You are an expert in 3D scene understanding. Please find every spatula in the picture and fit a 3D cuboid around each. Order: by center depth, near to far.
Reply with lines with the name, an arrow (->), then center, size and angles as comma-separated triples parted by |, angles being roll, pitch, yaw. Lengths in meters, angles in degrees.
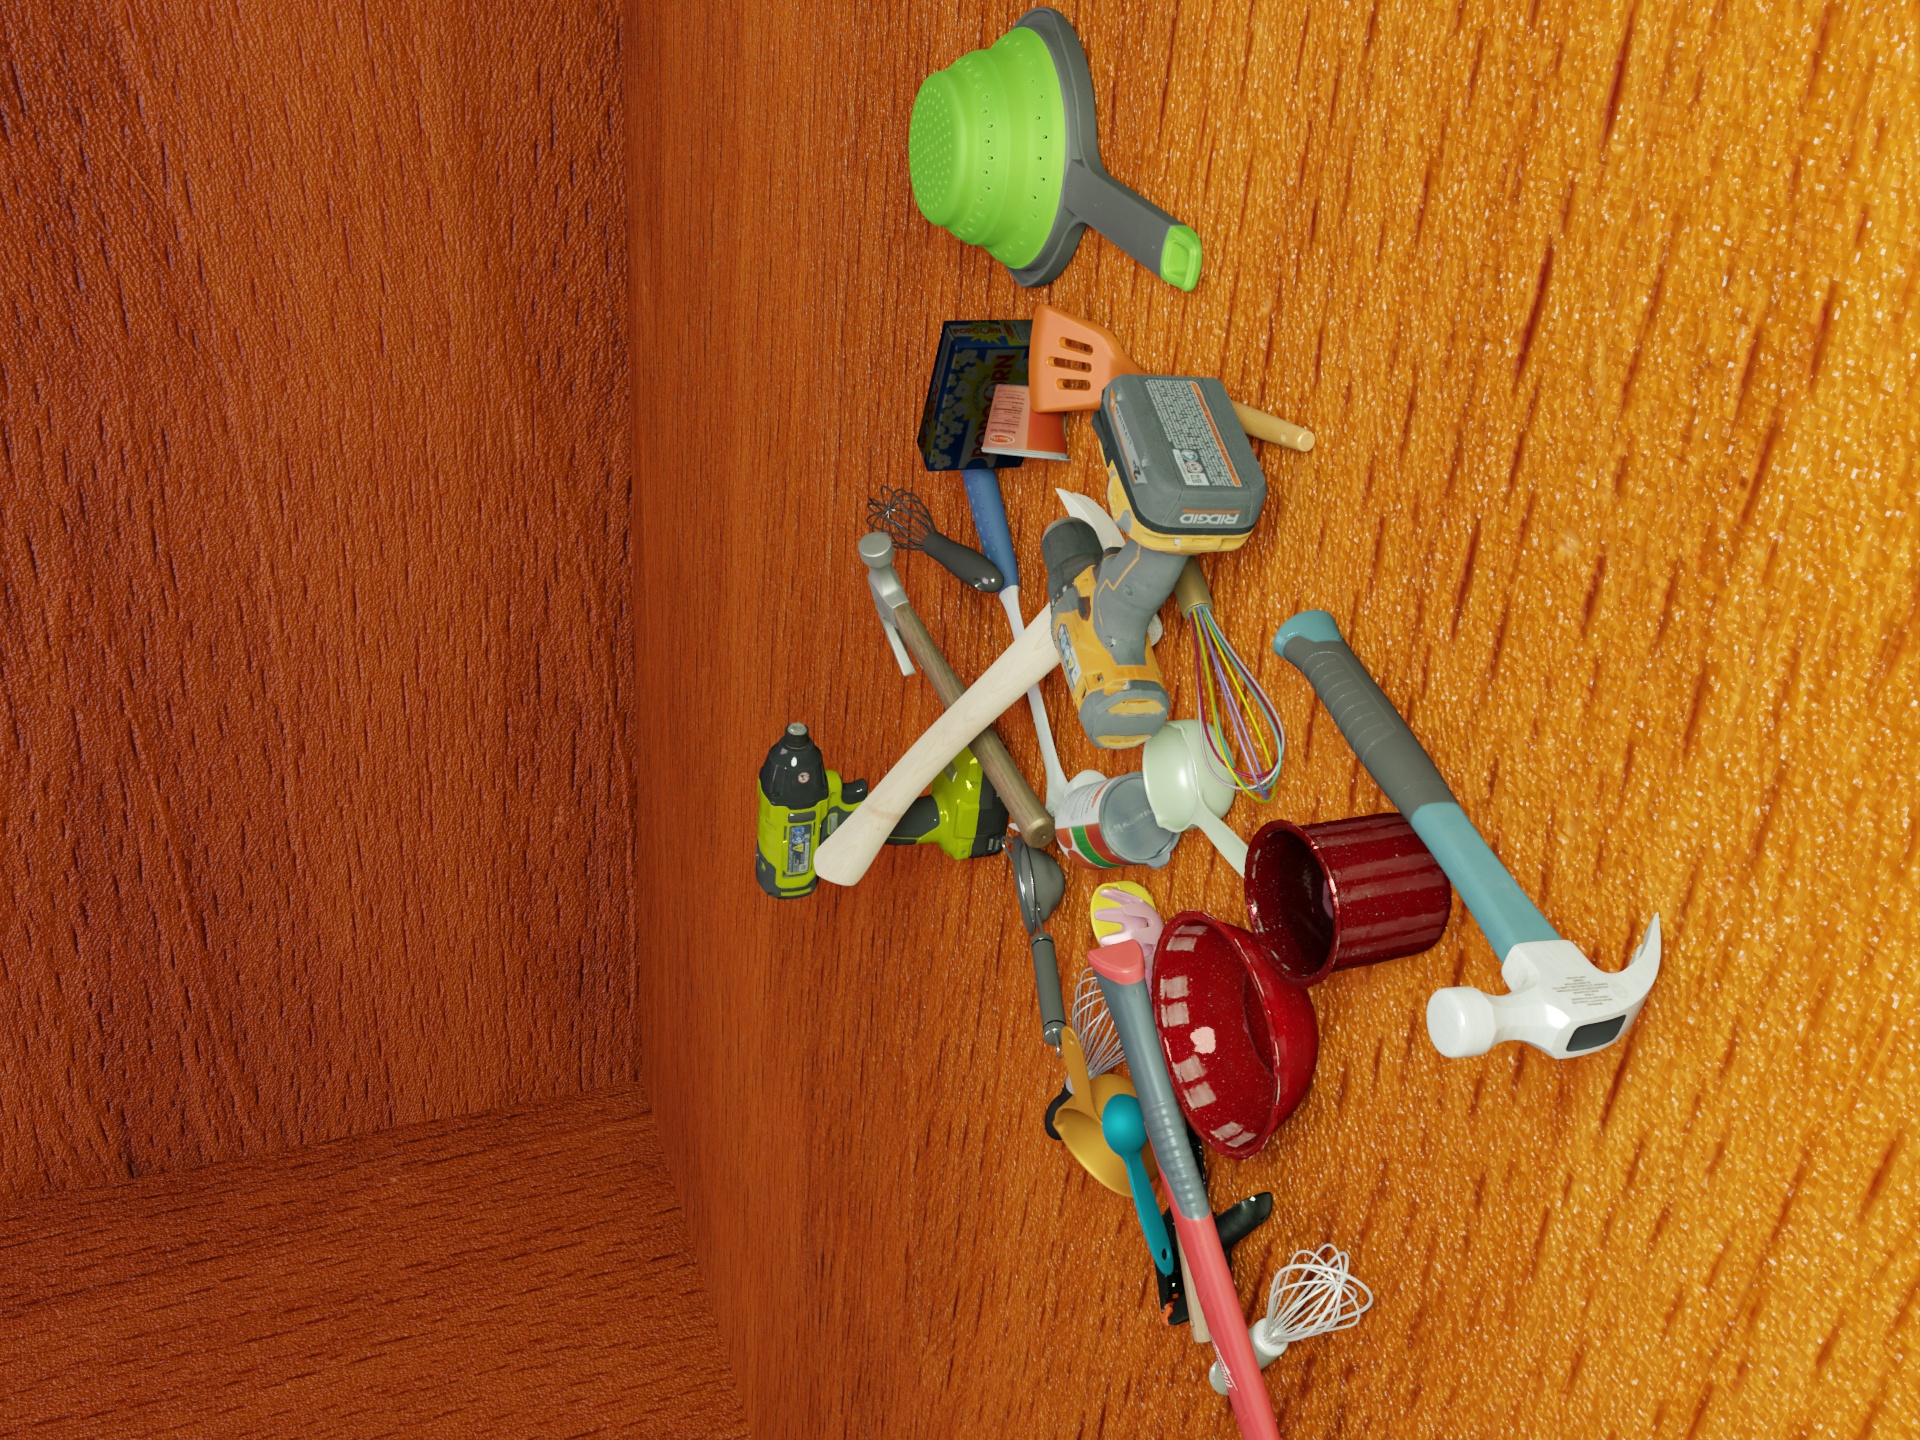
spatula -> 0.133, -0.219, 1.066 | 0.323, 0.041, 0.081 | -138, 46, -58

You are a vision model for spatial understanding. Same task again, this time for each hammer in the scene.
hammer -> 0.234, 0.040, 0.806 | 0.331, 0.128, 0.033 | -110, 23, -52
hammer -> 0.152, 0.337, 1.055 | 0.143, 0.038, 0.386 | 127, 128, -72
hammer -> -0.002, -0.004, 1.273 | 0.410, 0.038, 0.146 | -46, 51, 34
hammer -> 0.041, -0.096, 1.349 | 0.144, 0.035, 0.406 | 132, 128, -63
hammer -> -0.004, -0.017, 1.357 | 0.332, 0.031, 0.129 | 58, 168, 38

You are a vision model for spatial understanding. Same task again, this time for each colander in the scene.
colander -> 0.049, -0.392, 1.154 | 0.398, 0.094, 0.204 | -123, 33, -50

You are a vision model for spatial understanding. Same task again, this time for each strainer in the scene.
strainer -> 0.068, 0.177, 1.285 | 0.259, 0.050, 0.086 | -96, 3, -55

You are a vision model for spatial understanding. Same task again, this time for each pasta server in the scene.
pasta server -> 0.142, 0.274, 1.121 | 0.060, 0.040, 0.316 | 148, 116, -69

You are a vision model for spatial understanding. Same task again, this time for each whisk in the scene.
whisk -> 0.161, -0.055, 1.042 | 0.051, 0.047, 0.245 | 114, 146, -56
whisk -> 0.211, 0.408, 1.059 | 0.246, 0.059, 0.058 | 106, -173, -52
whisk -> 0.102, 0.275, 1.281 | 0.284, 0.070, 0.070 | 104, 151, -52
whisk -> -0.022, -0.156, 1.385 | 0.239, 0.055, 0.055 | 40, 133, 54

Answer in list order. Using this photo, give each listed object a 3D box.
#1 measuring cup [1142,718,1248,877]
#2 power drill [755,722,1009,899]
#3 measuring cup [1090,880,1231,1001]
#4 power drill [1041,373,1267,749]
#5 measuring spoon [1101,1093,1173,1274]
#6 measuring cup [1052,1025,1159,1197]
measuring cup -> 0.175, 0.060, 1.049 | 0.168, 0.038, 0.083 | -126, 36, -49
power drill -> -0.071, 0.067, 1.425 | 0.080, 0.223, 0.171 | -124, 33, -49
measuring cup -> 0.153, 0.165, 1.168 | 0.157, 0.029, 0.062 | 30, 122, 50
power drill -> 0.109, -0.118, 1.031 | 0.226, 0.084, 0.186 | 107, 156, -48
measuring spoon -> 0.131, 0.320, 1.099 | 0.021, 0.042, 0.128 | -20, 86, 44
measuring cup -> 0.112, 0.278, 1.189 | 0.095, 0.052, 0.173 | 21, 137, 44
